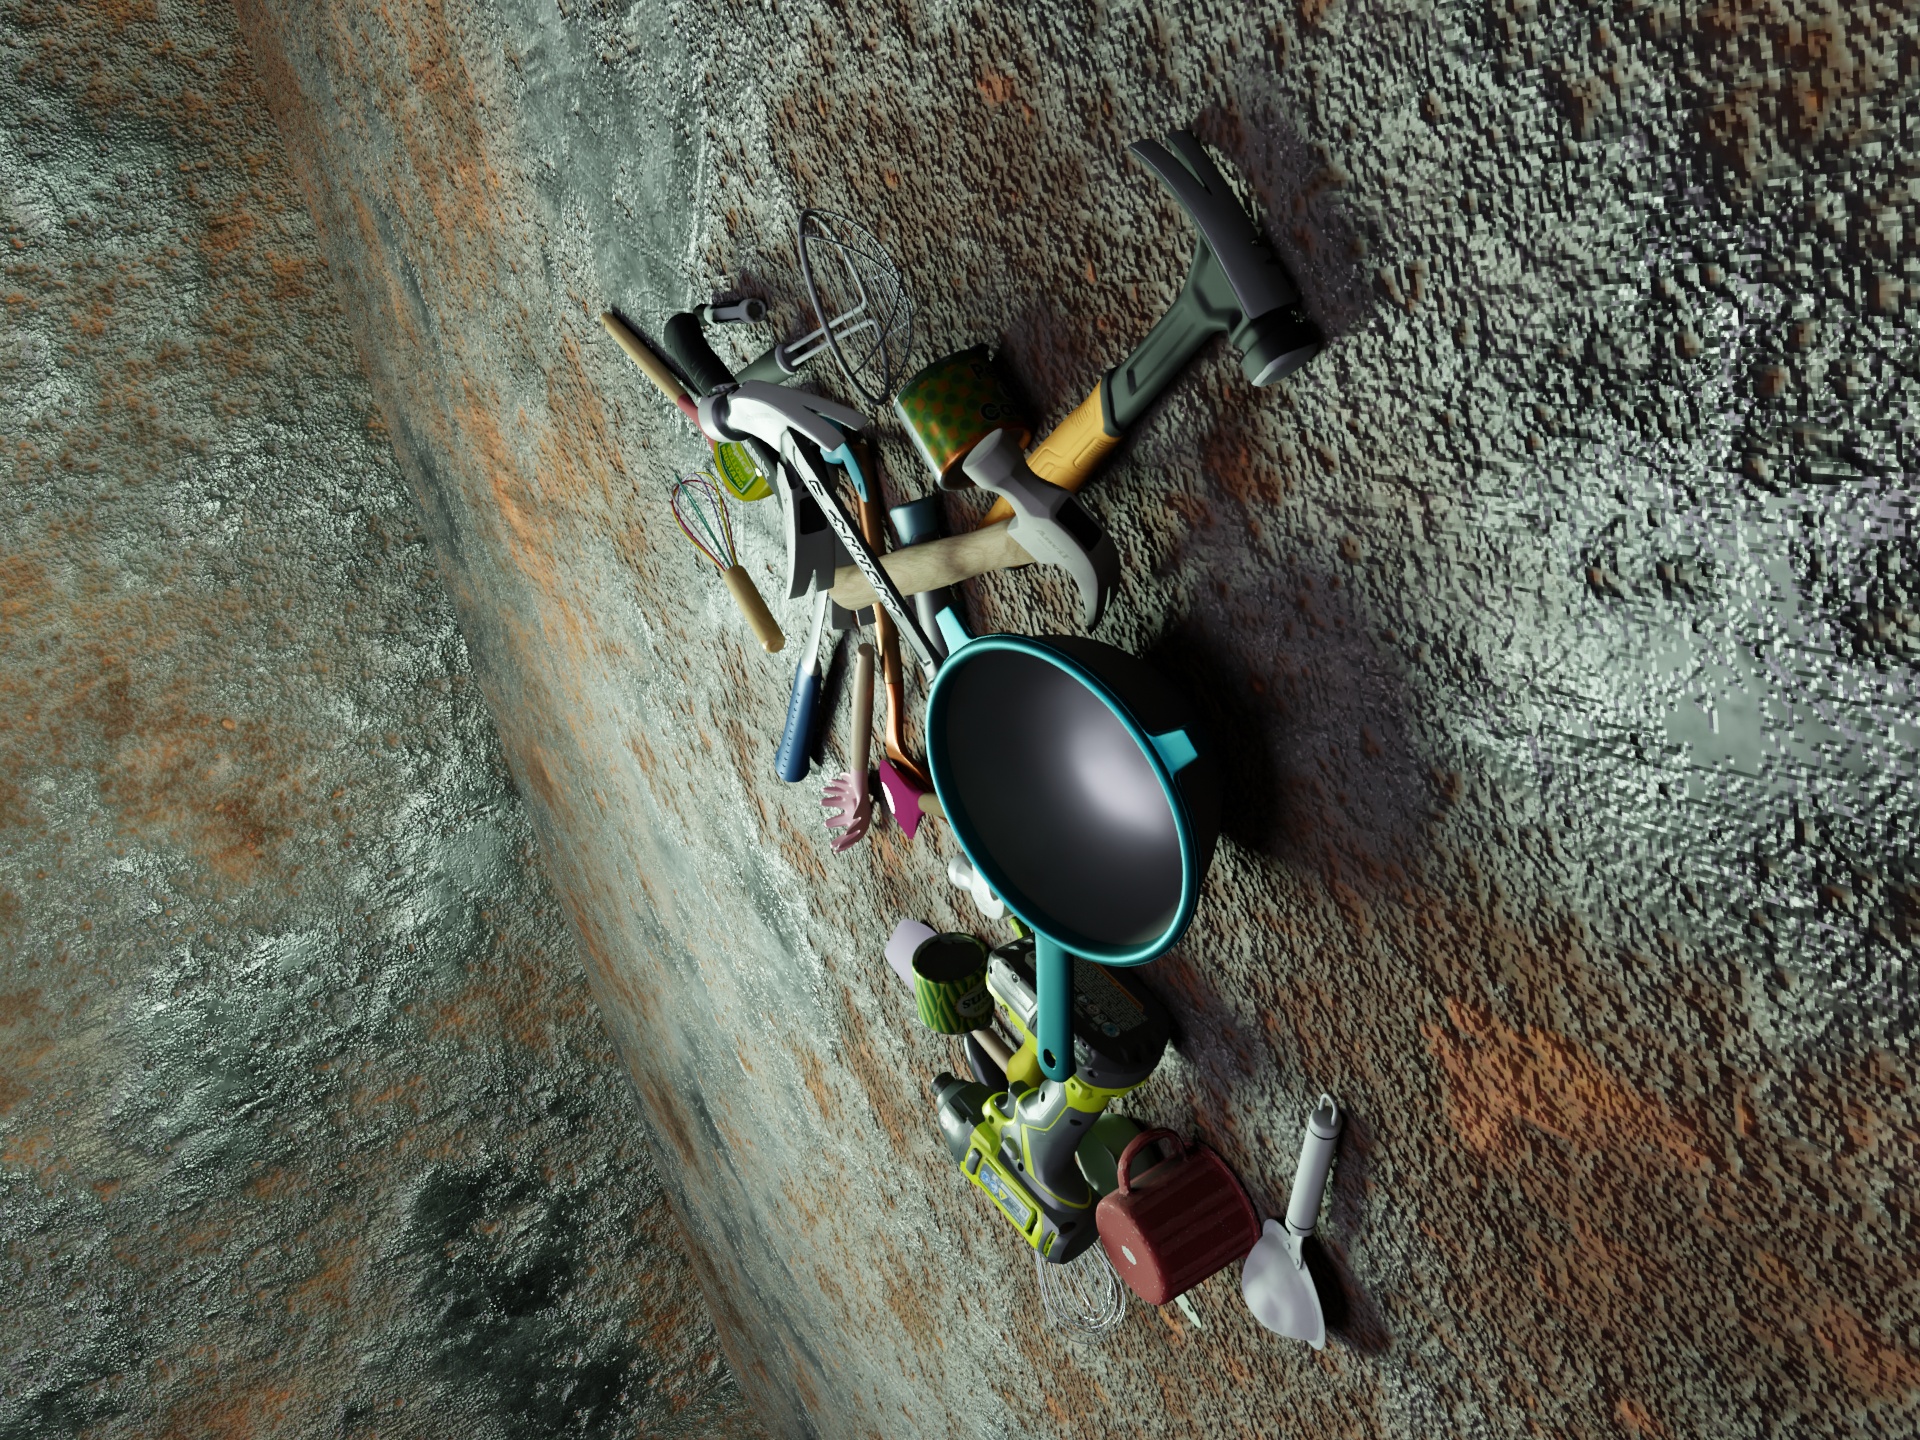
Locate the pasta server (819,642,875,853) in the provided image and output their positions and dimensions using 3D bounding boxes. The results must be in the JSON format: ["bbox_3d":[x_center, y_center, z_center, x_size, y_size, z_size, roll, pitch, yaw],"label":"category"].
[{"bbox_3d":[-0.091,0.025,1.332,0.316,0.040,0.060,100,155,-60],"label":"pasta server"}]

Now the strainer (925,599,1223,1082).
[{"bbox_3d":[0.084,0.083,0.974,0.211,0.095,0.340,30,137,36],"label":"strainer"}]

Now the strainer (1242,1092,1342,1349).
[{"bbox_3d":[0.213,0.323,1.012,0.087,0.050,0.258,-119,24,-48],"label":"strainer"}]

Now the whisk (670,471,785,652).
[{"bbox_3d":[-0.207,-0.146,1.413,0.245,0.047,0.051,57,166,38],"label":"whisk"}]

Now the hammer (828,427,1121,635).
[{"bbox_3d":[-0.008,-0.098,0.996,0.130,0.031,0.331,42,162,-18],"label":"hammer"}]

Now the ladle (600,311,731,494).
[{"bbox_3d":[-0.262,-0.300,1.441,0.316,0.031,0.069,48,147,39],"label":"ladle"}]

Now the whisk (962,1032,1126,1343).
[{"bbox_3d":[0.065,0.395,1.364,0.285,0.070,0.070,66,156,12],"label":"whisk"}]

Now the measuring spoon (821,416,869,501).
[{"bbox_3d":[-0.089,-0.188,1.149,0.129,0.021,0.042,-117,23,-53],"label":"measuring spoon"}]

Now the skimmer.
[{"bbox_3d":[-0.126,-0.260,1.119,0.363,0.090,0.127,0,112,64],"label":"skimmer"}]

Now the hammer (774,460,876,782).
[{"bbox_3d":[-0.126,-0.049,1.349,0.405,0.035,0.144,109,148,-60],"label":"hammer"}]

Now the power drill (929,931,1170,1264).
[{"bbox_3d":[0.055,0.265,1.157,0.171,0.080,0.223,42,132,32],"label":"power drill"}]

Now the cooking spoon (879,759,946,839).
[{"bbox_3d":[-0.017,0.063,1.183,0.319,0.017,0.069,180,71,-74],"label":"cooking spoon"}]

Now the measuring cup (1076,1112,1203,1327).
[{"bbox_3d":[0.144,0.369,1.187,0.168,0.038,0.083,56,156,25],"label":"measuring cup"}]

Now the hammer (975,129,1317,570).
[{"bbox_3d":[0.072,-0.169,0.865,0.127,0.034,0.337,62,156,7],"label":"hammer"}]

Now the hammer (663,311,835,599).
[{"bbox_3d":[-0.161,-0.218,1.164,0.335,0.035,0.146,-127,26,-49],"label":"hammer"}]

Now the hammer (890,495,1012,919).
[{"bbox_3d":[-0.002,-0.004,1.157,0.128,0.033,0.330,32,138,61],"label":"hammer"}]

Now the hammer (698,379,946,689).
[{"bbox_3d":[-0.017,-0.041,1.010,0.149,0.036,0.408,15,144,56],"label":"hammer"}]

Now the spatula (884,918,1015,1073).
[{"bbox_3d":[0.032,0.277,1.353,0.316,0.018,0.059,44,113,37],"label":"spatula"}]

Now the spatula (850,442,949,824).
[{"bbox_3d":[-0.047,-0.057,1.225,0.081,0.041,0.322,29,132,55],"label":"spatula"}]
